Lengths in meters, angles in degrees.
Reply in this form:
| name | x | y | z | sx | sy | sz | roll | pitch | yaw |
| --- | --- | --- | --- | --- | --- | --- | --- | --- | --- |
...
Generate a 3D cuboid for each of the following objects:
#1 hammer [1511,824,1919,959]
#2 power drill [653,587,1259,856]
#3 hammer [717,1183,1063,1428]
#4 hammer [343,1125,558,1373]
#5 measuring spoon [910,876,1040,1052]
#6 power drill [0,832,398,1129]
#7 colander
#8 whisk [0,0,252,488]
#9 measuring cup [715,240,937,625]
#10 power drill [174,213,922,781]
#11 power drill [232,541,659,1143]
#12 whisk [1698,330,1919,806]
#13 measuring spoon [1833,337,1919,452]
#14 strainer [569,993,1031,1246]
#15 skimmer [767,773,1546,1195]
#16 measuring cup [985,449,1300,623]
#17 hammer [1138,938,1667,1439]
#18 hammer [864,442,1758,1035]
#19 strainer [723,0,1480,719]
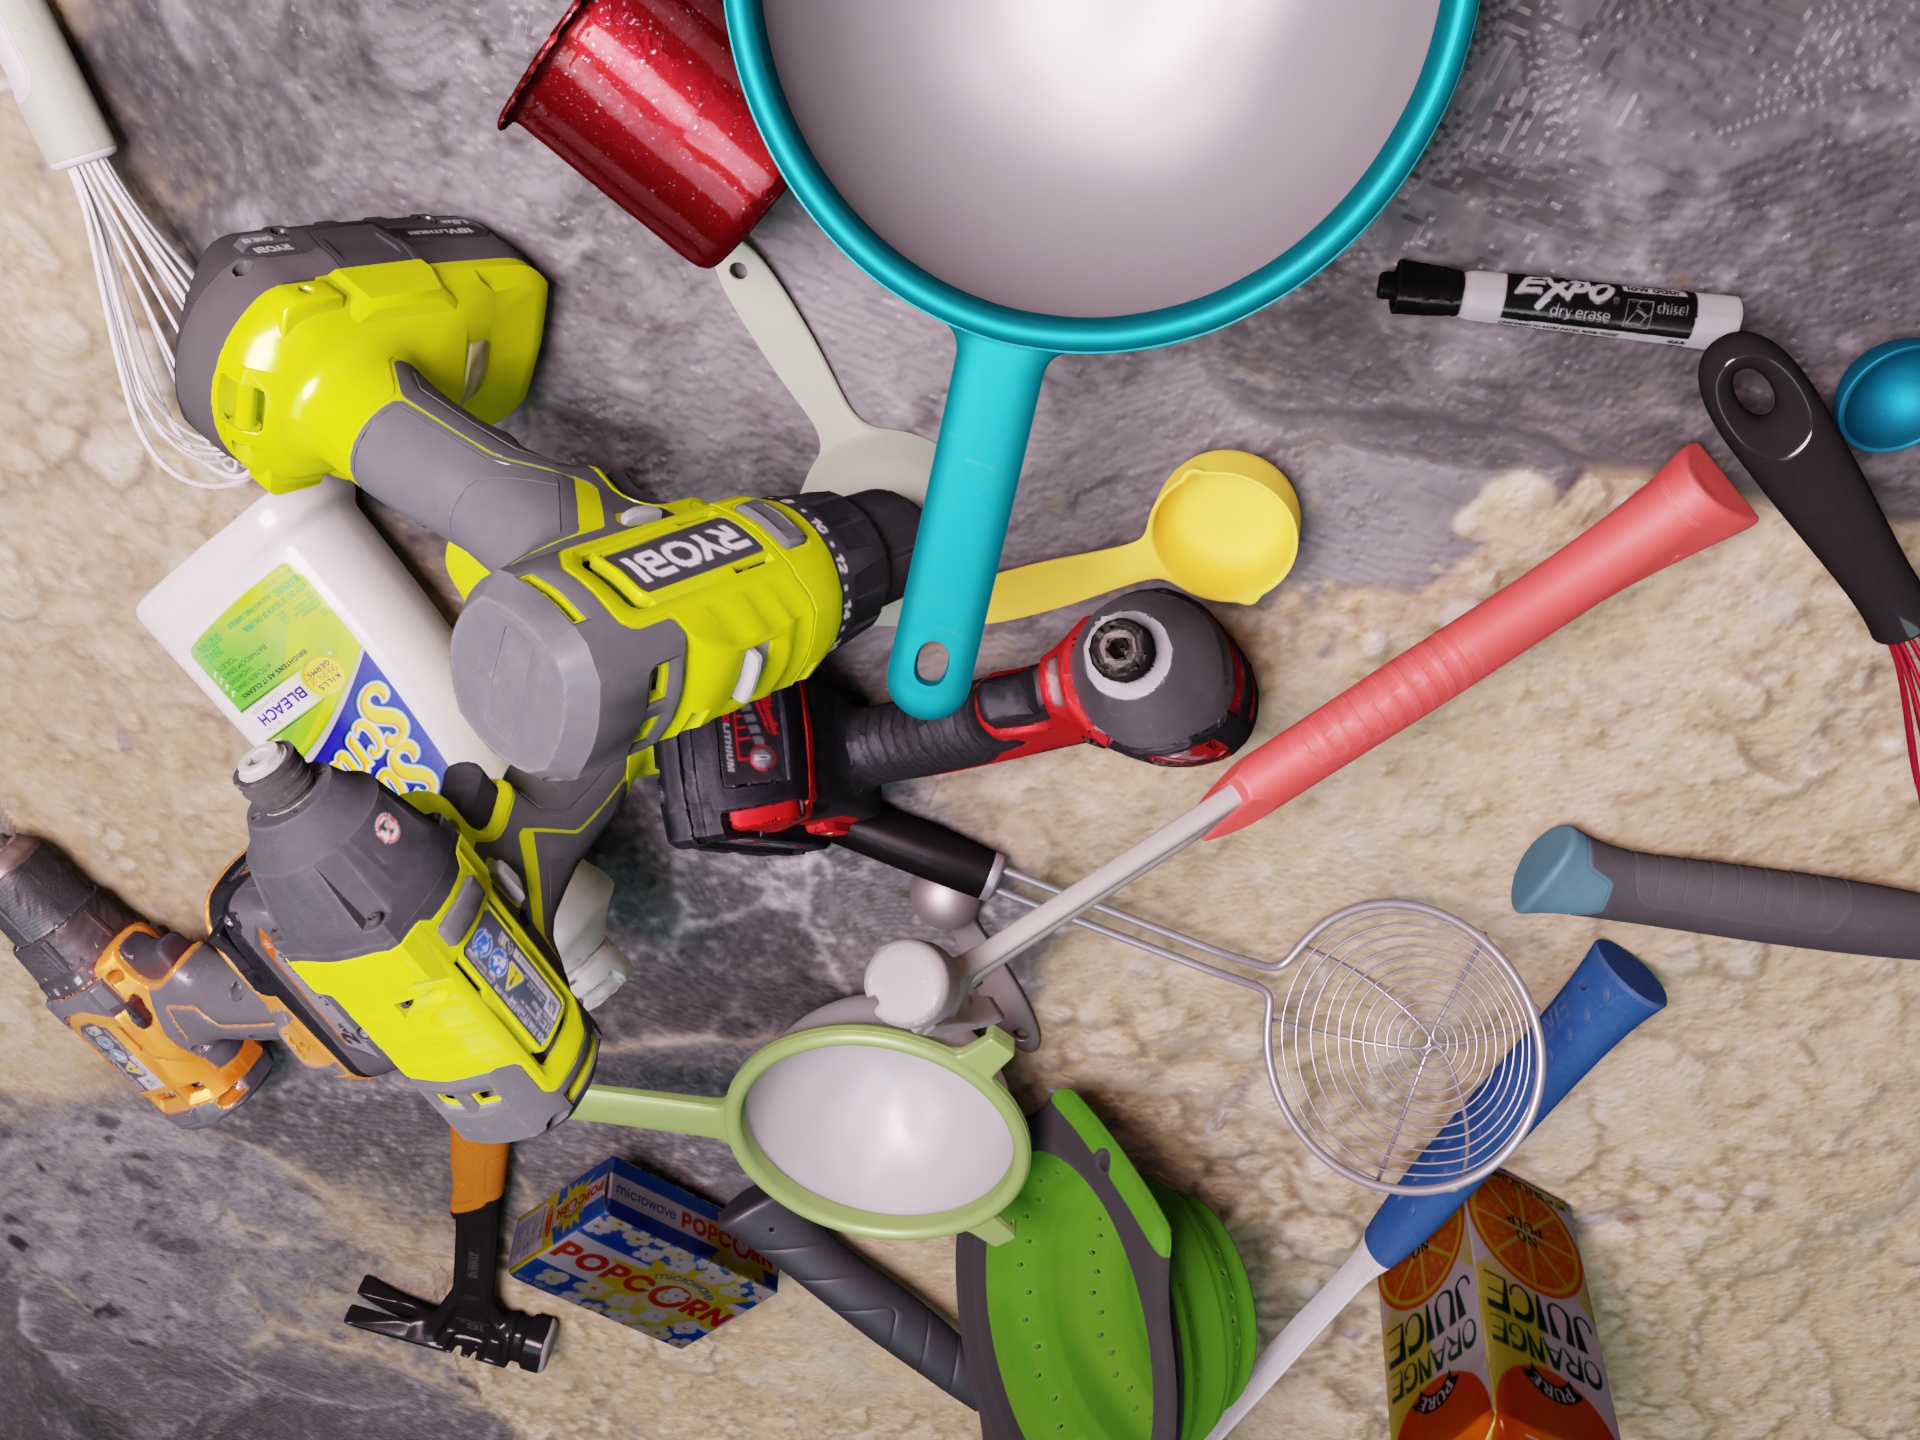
| name | x | y | z | sx | sy | sz | roll | pitch | yaw |
| --- | --- | --- | --- | --- | --- | --- | --- | --- | --- |
| hammer | 0.404 | 0.086 | 0.666 | 0.331 | 0.033 | 0.128 | 8 | 124 | 5 |
| power drill | -0.001 | -0.002 | 0.615 | 0.219 | 0.143 | 0.078 | -10 | 80 | 17 |
| hammer | 0.023 | 0.399 | 0.920 | 0.408 | 0.036 | 0.149 | 42 | 90 | -12 |
| hammer | -0.280 | 0.254 | 0.901 | 0.127 | 0.034 | 0.336 | 15 | 125 | -2 |
| measuring spoon | 0.011 | 0.122 | 0.768 | 0.034 | 0.018 | 0.124 | -17 | 120 | 20 |
| power drill | -0.376 | 0.113 | 0.790 | 0.226 | 0.084 | 0.185 | -18 | 118 | 30 |
| colander | 0.065 | 0.372 | 0.840 | 0.094 | 0.205 | 0.396 | -1 | 119 | -28 |
| whisk | -0.323 | -0.202 | 0.593 | 0.058 | 0.059 | 0.246 | 7 | 125 | 39 |
| measuring cup | -0.051 | -0.107 | 0.610 | 0.083 | 0.038 | 0.167 | -20 | 120 | 22 |
| power drill | -0.134 | -0.085 | 0.550 | 0.229 | 0.190 | 0.080 | 37 | 127 | 19 |
| power drill | -0.170 | 0.017 | 0.593 | 0.080 | 0.223 | 0.171 | -9 | 129 | 20 |
| whisk | 0.348 | -0.020 | 0.570 | 0.073 | 0.073 | 0.295 | -33 | 108 | 27 |
| measuring spoon | 0.365 | -0.118 | 0.548 | 0.128 | 0.021 | 0.042 | -3 | 131 | 1 |
| strainer | -0.089 | 0.182 | 0.796 | 0.256 | 0.069 | 0.151 | 4 | 126 | 9 |
| skimmer | 0.071 | 0.096 | 0.697 | 0.363 | 0.090 | 0.127 | 21 | 98 | -2 |
| measuring cup | 0.061 | -0.067 | 0.634 | 0.156 | 0.029 | 0.062 | -13 | 122 | 32 |
| hammer | 0.199 | 0.263 | 0.787 | 0.035 | 0.144 | 0.405 | 26 | 116 | -11 |
| hammer | 0.131 | 0.015 | 0.604 | 0.359 | 0.149 | 0.037 | -34 | 75 | 7 |
| strainer | 0.028 | -0.167 | 0.503 | 0.211 | 0.095 | 0.340 | 14 | 115 | 1 |
